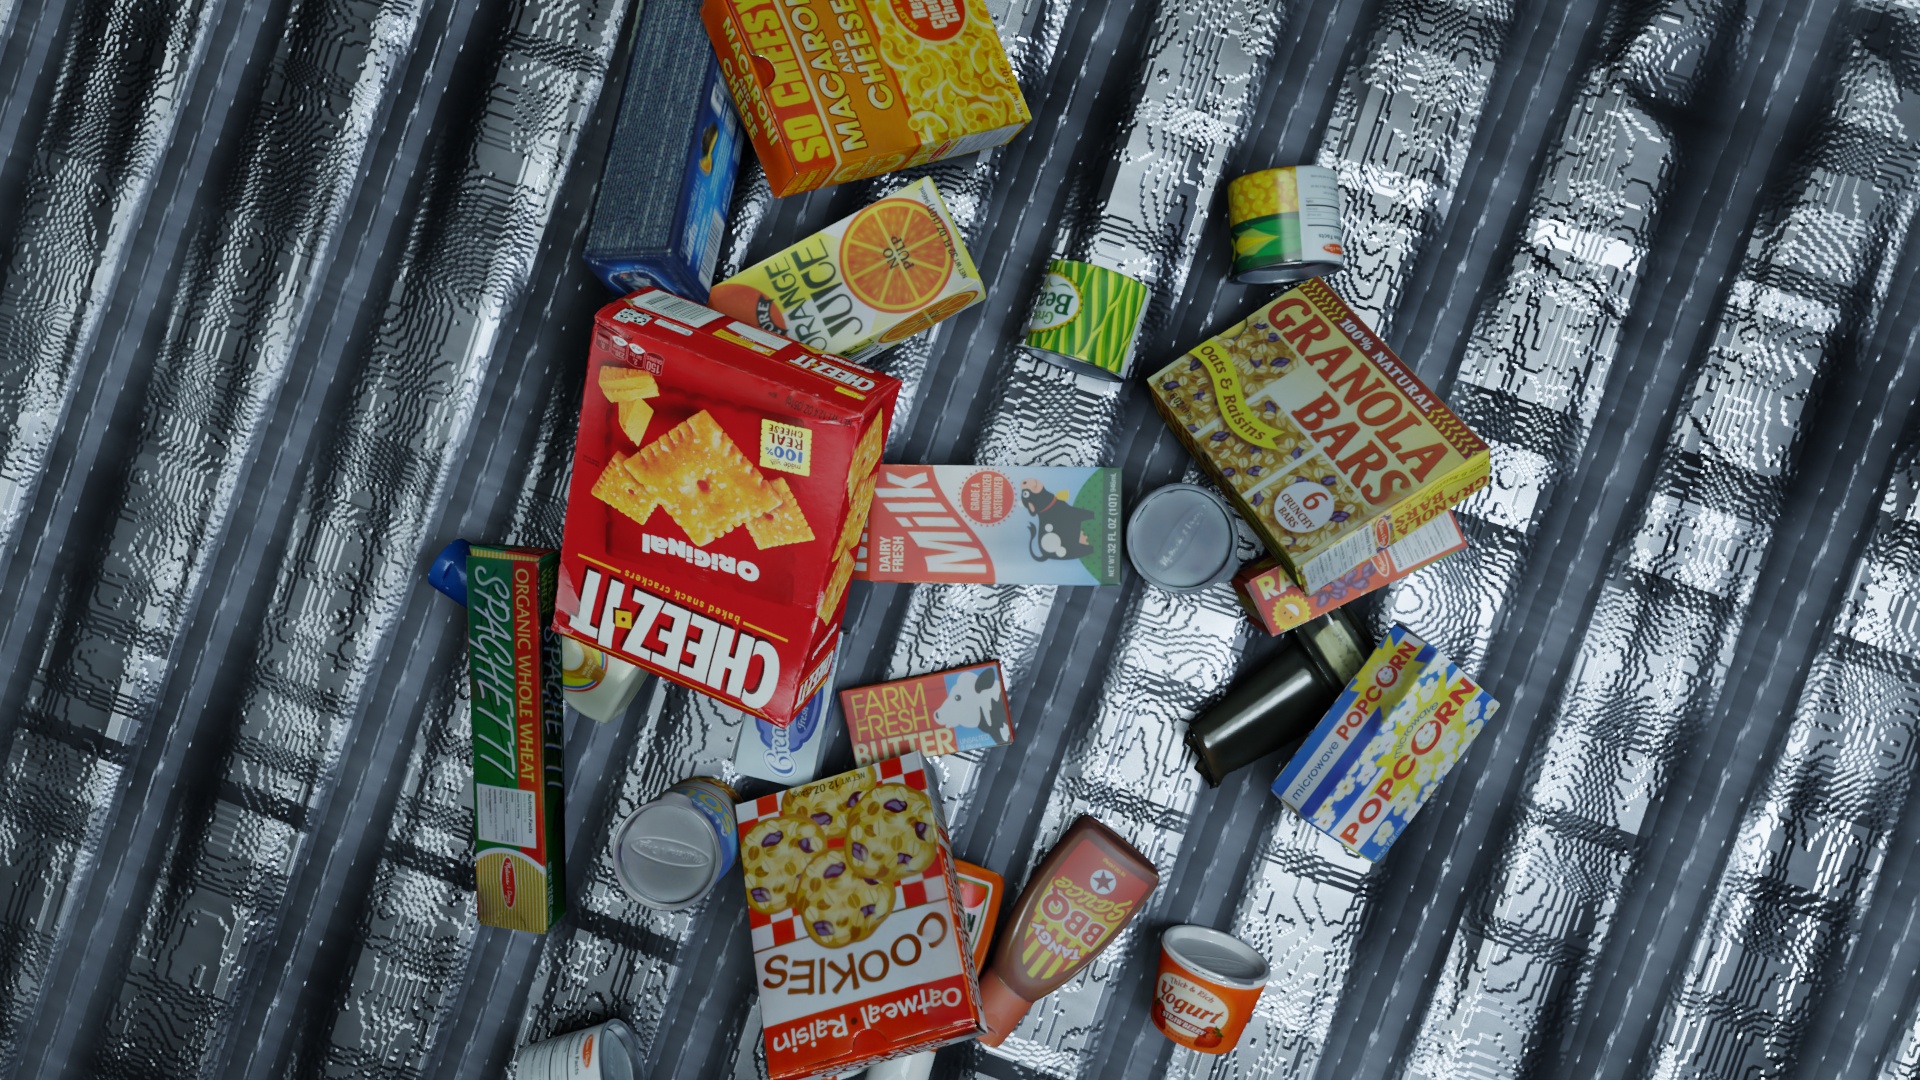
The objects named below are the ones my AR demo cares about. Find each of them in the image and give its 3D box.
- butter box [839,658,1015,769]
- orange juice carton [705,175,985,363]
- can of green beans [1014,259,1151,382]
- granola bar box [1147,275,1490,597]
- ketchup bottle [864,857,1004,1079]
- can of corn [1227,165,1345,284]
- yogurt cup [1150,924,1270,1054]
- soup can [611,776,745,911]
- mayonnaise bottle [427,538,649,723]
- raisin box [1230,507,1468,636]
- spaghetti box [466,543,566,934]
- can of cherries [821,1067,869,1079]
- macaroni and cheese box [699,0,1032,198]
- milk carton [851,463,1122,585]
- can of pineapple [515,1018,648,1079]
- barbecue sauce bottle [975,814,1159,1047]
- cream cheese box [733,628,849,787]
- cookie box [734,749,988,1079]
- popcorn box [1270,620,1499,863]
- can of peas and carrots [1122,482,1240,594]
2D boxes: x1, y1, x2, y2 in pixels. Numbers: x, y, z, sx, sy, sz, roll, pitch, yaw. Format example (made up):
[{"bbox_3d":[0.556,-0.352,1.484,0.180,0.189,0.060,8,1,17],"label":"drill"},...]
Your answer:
[{"bbox_3d":[-0.021,0.110,0.878,0.103,0.024,0.053,-11,90,4],"label":"butter box"},{"bbox_3d":[-0.086,-0.143,0.857,0.193,0.073,0.072,-26,89,4],"label":"orange juice carton"},{"bbox_3d":[0.077,-0.134,0.848,0.071,0.071,0.058,18,91,4],"label":"can of green beans"},{"bbox_3d":[0.203,-0.066,0.806,0.124,0.039,0.166,-32,53,0],"label":"granola bar box"},{"bbox_3d":[-0.022,0.269,0.847,0.065,0.043,0.149,16,73,4],"label":"ketchup bottle"},{"bbox_3d":[0.194,-0.190,0.841,0.071,0.071,0.058,-4,90,4],"label":"can of corn"},{"bbox_3d":[0.149,0.275,0.848,0.072,0.072,0.054,16,100,4],"label":"yogurt cup"},{"bbox_3d":[-0.169,0.183,0.859,0.071,0.084,0.071,0,91,4],"label":"soup can"},{"bbox_3d":[-0.269,0.053,0.887,0.148,0.041,0.064,32,100,3],"label":"mayonnaise bottle"},{"bbox_3d":[0.227,0.012,0.828,0.123,0.086,0.040,-26,91,4],"label":"raisin box"},{"bbox_3d":[-0.276,0.124,0.866,0.050,0.029,0.249,6,103,12],"label":"spaghetti box"},{"bbox_3d":[-0.087,0.297,0.865,0.071,0.071,0.058,-9,91,4],"label":"can of cherries"},{"bbox_3d":[-0.054,-0.285,0.831,0.167,0.040,0.123,-22,88,-28],"label":"macaroni and cheese box"},{"bbox_3d":[0.003,-0.011,0.851,0.191,0.073,0.072,0,91,5],"label":"milk carton"},{"bbox_3d":[-0.238,0.344,0.875,0.058,0.071,0.071,-18,89,5],"label":"can of pineapple"},{"bbox_3d":[0.056,0.246,0.863,0.065,0.044,0.148,38,93,-1],"label":"barbecue sauce bottle"},{"bbox_3d":[-0.108,0.102,0.884,0.053,0.024,0.103,12,91,5],"label":"cream cheese box"},{"bbox_3d":[-0.062,0.222,0.823,0.123,0.040,0.168,-17,58,6],"label":"cookie box"},{"bbox_3d":[0.254,0.122,0.829,0.085,0.038,0.126,35,93,-37],"label":"popcorn box"},{"bbox_3d":[0.135,-0.001,0.849,0.071,0.059,0.071,0,91,4],"label":"can of peas and carrots"}]
